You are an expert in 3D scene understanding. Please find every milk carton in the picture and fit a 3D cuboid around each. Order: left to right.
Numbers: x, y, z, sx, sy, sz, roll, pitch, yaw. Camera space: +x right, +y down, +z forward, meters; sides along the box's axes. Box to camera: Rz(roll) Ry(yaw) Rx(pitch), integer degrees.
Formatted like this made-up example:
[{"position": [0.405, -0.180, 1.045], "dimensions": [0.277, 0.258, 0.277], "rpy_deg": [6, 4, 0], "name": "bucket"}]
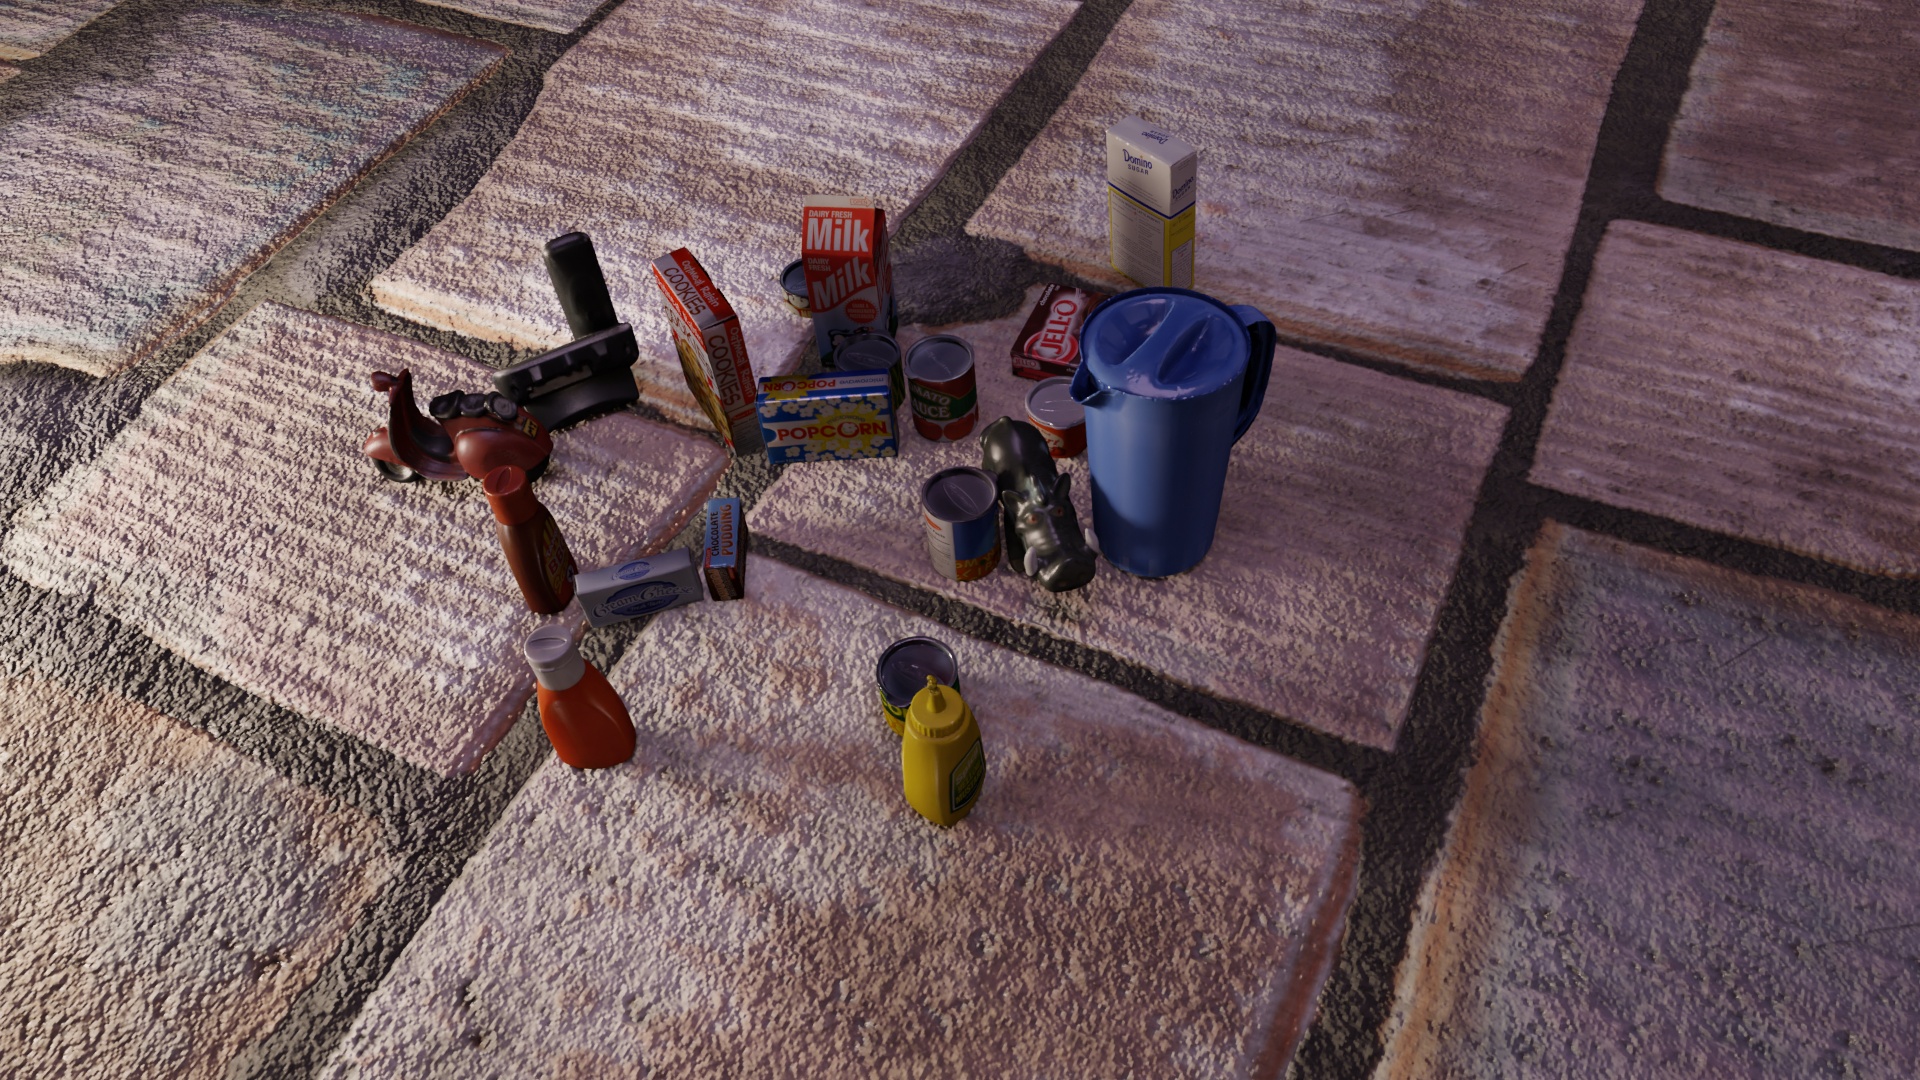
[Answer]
[{"position": [-0.110, -0.264, 1.378], "dimensions": [0.072, 0.189, 0.074], "rpy_deg": [3, 50, 8], "name": "milk carton"}]

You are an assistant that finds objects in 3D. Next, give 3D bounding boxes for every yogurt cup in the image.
[{"position": [0.096, -0.115, 1.323], "dimensions": [0.072, 0.053, 0.073], "rpy_deg": [-2, 50, 3], "name": "yogurt cup"}]

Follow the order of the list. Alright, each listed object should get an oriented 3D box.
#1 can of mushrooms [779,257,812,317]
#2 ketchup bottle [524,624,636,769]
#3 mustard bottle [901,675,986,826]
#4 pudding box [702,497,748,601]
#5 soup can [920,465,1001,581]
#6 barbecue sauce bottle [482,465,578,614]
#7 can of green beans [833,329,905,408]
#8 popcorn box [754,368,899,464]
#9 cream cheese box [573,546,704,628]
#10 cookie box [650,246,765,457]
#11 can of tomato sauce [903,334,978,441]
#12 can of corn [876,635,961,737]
[{"position": [-0.158, -0.271, 1.490], "dimensions": [0.071, 0.033, 0.071], "rpy_deg": [-2, 50, 3], "name": "can of mushrooms"}, {"position": [-0.303, 0.124, 1.091], "dimensions": [0.065, 0.148, 0.044], "rpy_deg": [-4, 50, 2], "name": "ketchup bottle"}, {"position": [-0.014, 0.152, 1.035], "dimensions": [0.049, 0.159, 0.065], "rpy_deg": [24, 56, 23], "name": "mustard bottle"}, {"position": [-0.211, 0.007, 1.248], "dimensions": [0.030, 0.049, 0.084], "rpy_deg": [-5, 49, 1], "name": "pudding box"}, {"position": [0.004, -0.015, 1.226], "dimensions": [0.071, 0.083, 0.072], "rpy_deg": [-2, 50, 3], "name": "soup can"}, {"position": [-0.374, -0.003, 1.206], "dimensions": [0.044, 0.147, 0.065], "rpy_deg": [0, 50, 5], "name": "barbecue sauce bottle"}, {"position": [-0.089, -0.164, 1.378], "dimensions": [0.071, 0.057, 0.071], "rpy_deg": [-2, 50, 3], "name": "can of green beans"}, {"position": [-0.125, -0.117, 1.323], "dimensions": [0.127, 0.084, 0.038], "rpy_deg": [-4, 50, 2], "name": "popcorn box"}, {"position": [-0.282, 0.042, 1.222], "dimensions": [0.104, 0.053, 0.024], "rpy_deg": [-14, 50, -7], "name": "cream cheese box"}, {"position": [-0.238, -0.180, 1.333], "dimensions": [0.040, 0.166, 0.123], "rpy_deg": [-26, 53, -16], "name": "cookie box"}, {"position": [-0.018, -0.145, 1.339], "dimensions": [0.071, 0.082, 0.071], "rpy_deg": [-2, 50, 3], "name": "can of tomato sauce"}, {"position": [-0.034, 0.123, 1.128], "dimensions": [0.071, 0.058, 0.071], "rpy_deg": [-2, 50, 3], "name": "can of corn"}]
